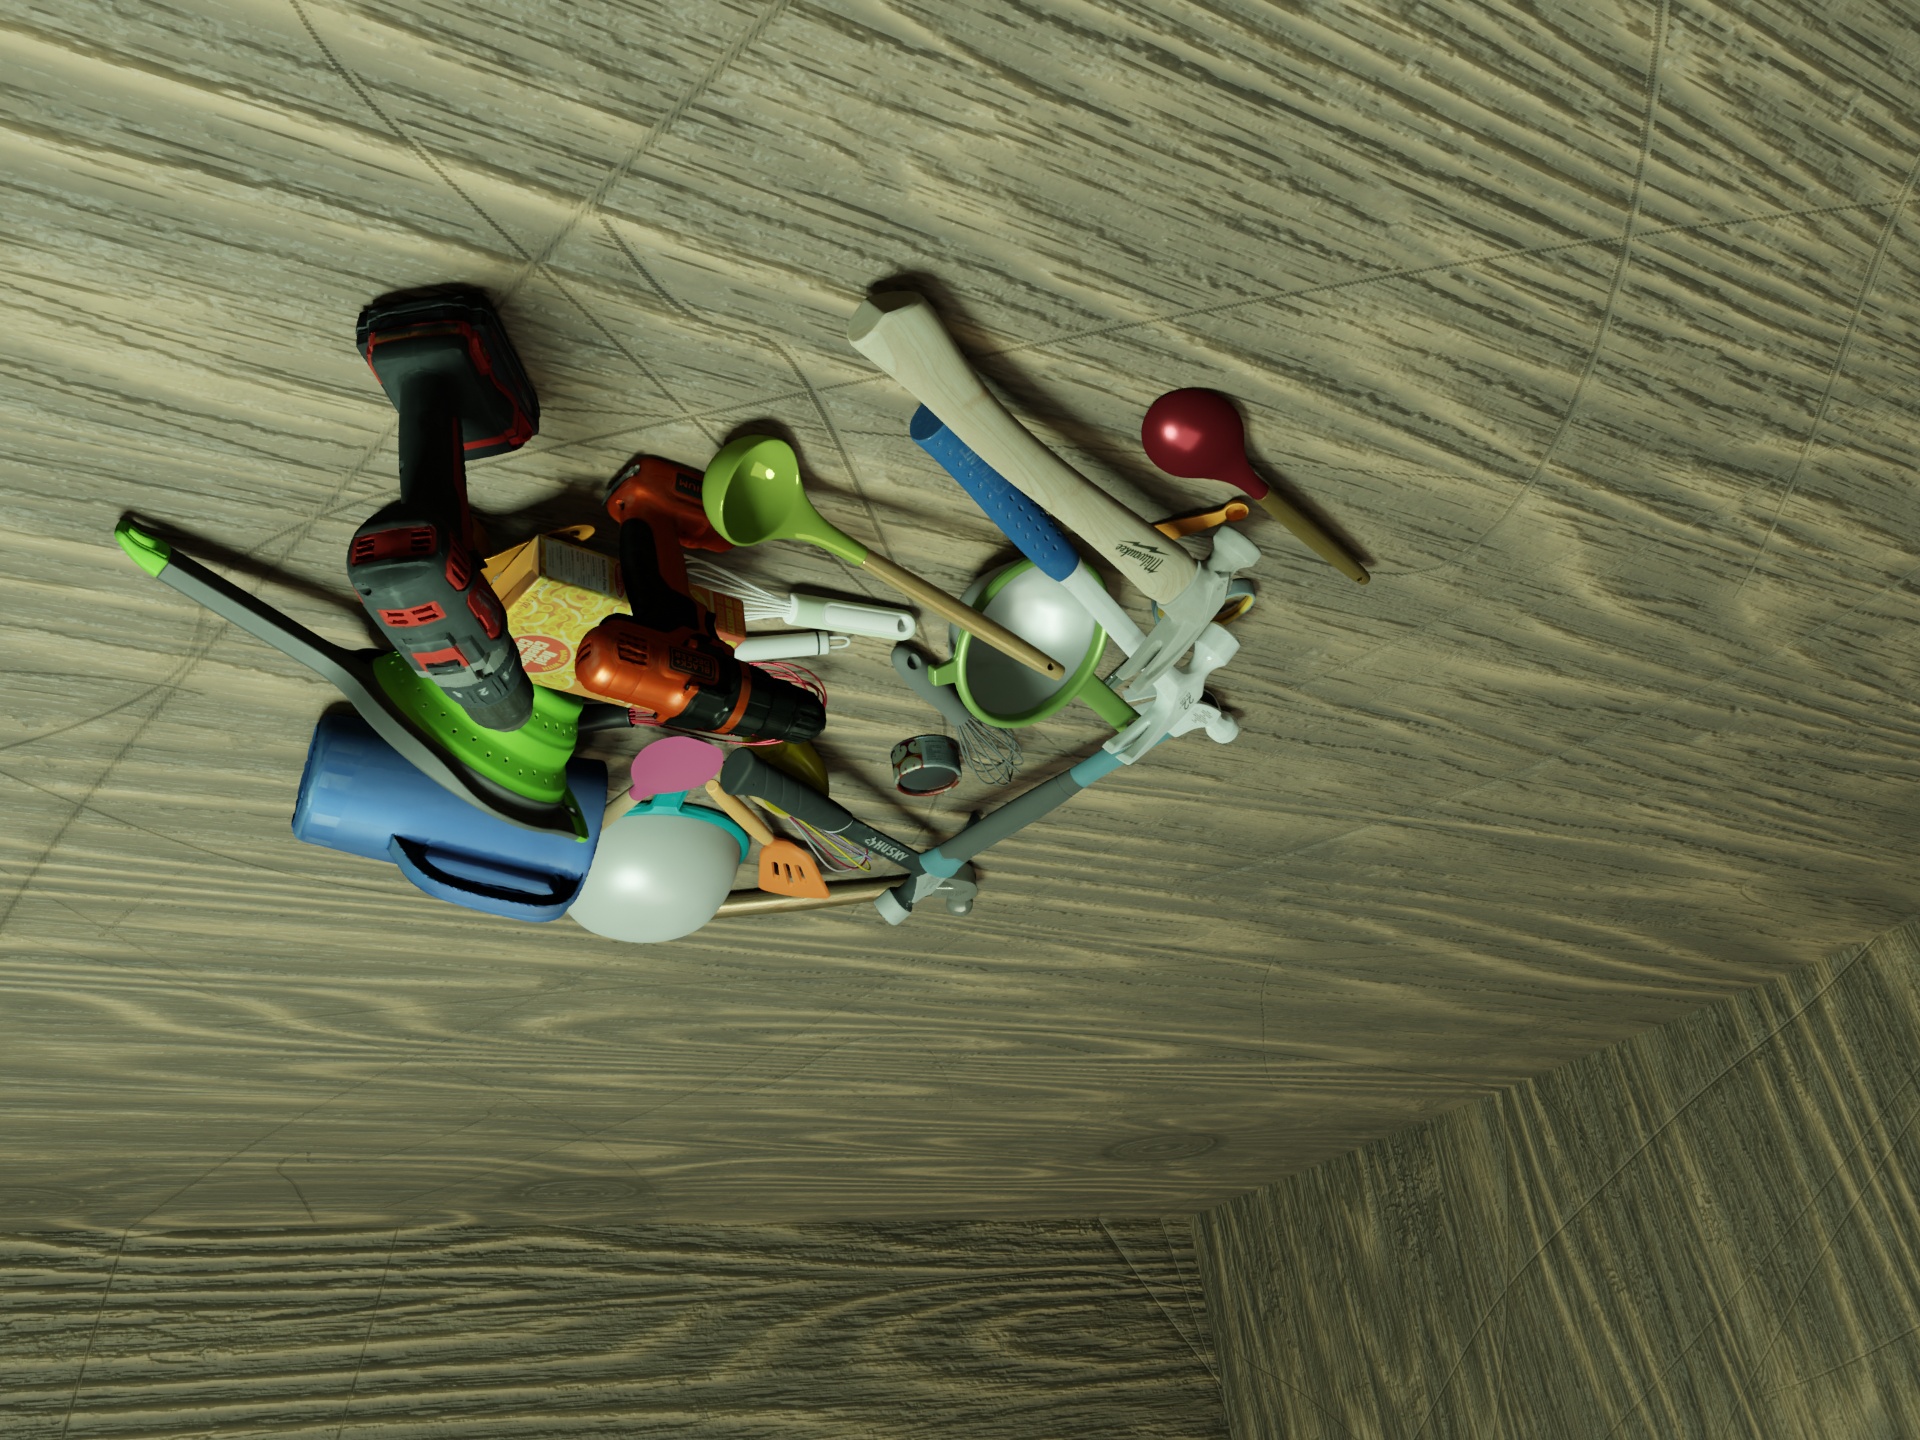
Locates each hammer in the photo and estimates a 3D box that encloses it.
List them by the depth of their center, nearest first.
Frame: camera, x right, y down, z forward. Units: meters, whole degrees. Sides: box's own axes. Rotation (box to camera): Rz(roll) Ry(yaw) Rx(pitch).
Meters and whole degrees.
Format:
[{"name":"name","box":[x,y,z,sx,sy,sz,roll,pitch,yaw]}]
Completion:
[{"name":"hammer","box":[0.060,-0.156,1.104,0.146,0.038,0.410,-52,134,7]},{"name":"hammer","box":[0.083,-0.105,1.207,0.144,0.035,0.405,-51,136,-3]},{"name":"hammer","box":[-0.103,0.099,1.511,0.149,0.036,0.408,-40,150,7]},{"name":"hammer","box":[0.102,0.063,1.535,0.331,0.033,0.128,-33,143,19]},{"name":"hammer","box":[-0.145,0.193,1.760,0.331,0.031,0.130,-5,152,-6]}]

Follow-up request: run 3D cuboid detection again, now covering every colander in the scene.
[{"name":"colander","box":[-0.413,-0.054,1.172,0.396,0.205,0.094,37,95,-33]}]

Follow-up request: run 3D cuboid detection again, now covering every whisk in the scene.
[{"name":"whisk","box":[-0.139,-0.089,1.239,0.246,0.058,0.059,6,-177,-33]},{"name":"whisk","box":[-0.259,-0.007,1.342,0.296,0.073,0.073,-5,152,4]},{"name":"whisk","box":[-0.003,-0.004,1.428,0.055,0.055,0.238,-19,145,19]},{"name":"whisk","box":[-0.156,0.097,1.573,0.051,0.047,0.244,-21,146,23]}]

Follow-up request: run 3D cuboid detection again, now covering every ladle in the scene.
[{"name":"ladle","box":[-0.044,-0.103,1.140,0.320,0.078,0.062,29,179,-26]},{"name":"ladle","box":[0.239,-0.164,1.213,0.069,0.031,0.315,-36,143,25]}]

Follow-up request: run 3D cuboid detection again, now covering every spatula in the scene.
[{"name":"spatula","box":[-0.199,0.119,1.570,0.081,0.041,0.322,7,162,12]}]

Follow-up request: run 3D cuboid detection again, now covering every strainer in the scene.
[{"name":"strainer","box":[-0.216,-0.054,1.288,0.258,0.050,0.086,-5,137,-12]},{"name":"strainer","box":[0.072,-0.053,1.307,0.151,0.069,0.256,-53,137,0]},{"name":"strainer","box":[-0.295,0.138,1.553,0.211,0.095,0.340,4,150,-21]}]

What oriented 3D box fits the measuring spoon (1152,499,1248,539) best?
[{"name":"measuring spoon","box":[0.167,-0.152,1.243,0.117,0.011,0.021,-14,141,17]}]

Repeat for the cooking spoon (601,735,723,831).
[{"name":"cooking spoon","box":[-0.301,0.073,1.424,0.068,0.017,0.319,21,148,-28]}]

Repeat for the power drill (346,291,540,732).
[{"name":"power drill","box":[-0.298,-0.118,0.949,0.080,0.227,0.187,-9,151,1]}]

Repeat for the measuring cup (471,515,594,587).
[{"name":"measuring cup","box":[-0.335,-0.126,1.111,0.173,0.052,0.095,-17,150,11]}]
